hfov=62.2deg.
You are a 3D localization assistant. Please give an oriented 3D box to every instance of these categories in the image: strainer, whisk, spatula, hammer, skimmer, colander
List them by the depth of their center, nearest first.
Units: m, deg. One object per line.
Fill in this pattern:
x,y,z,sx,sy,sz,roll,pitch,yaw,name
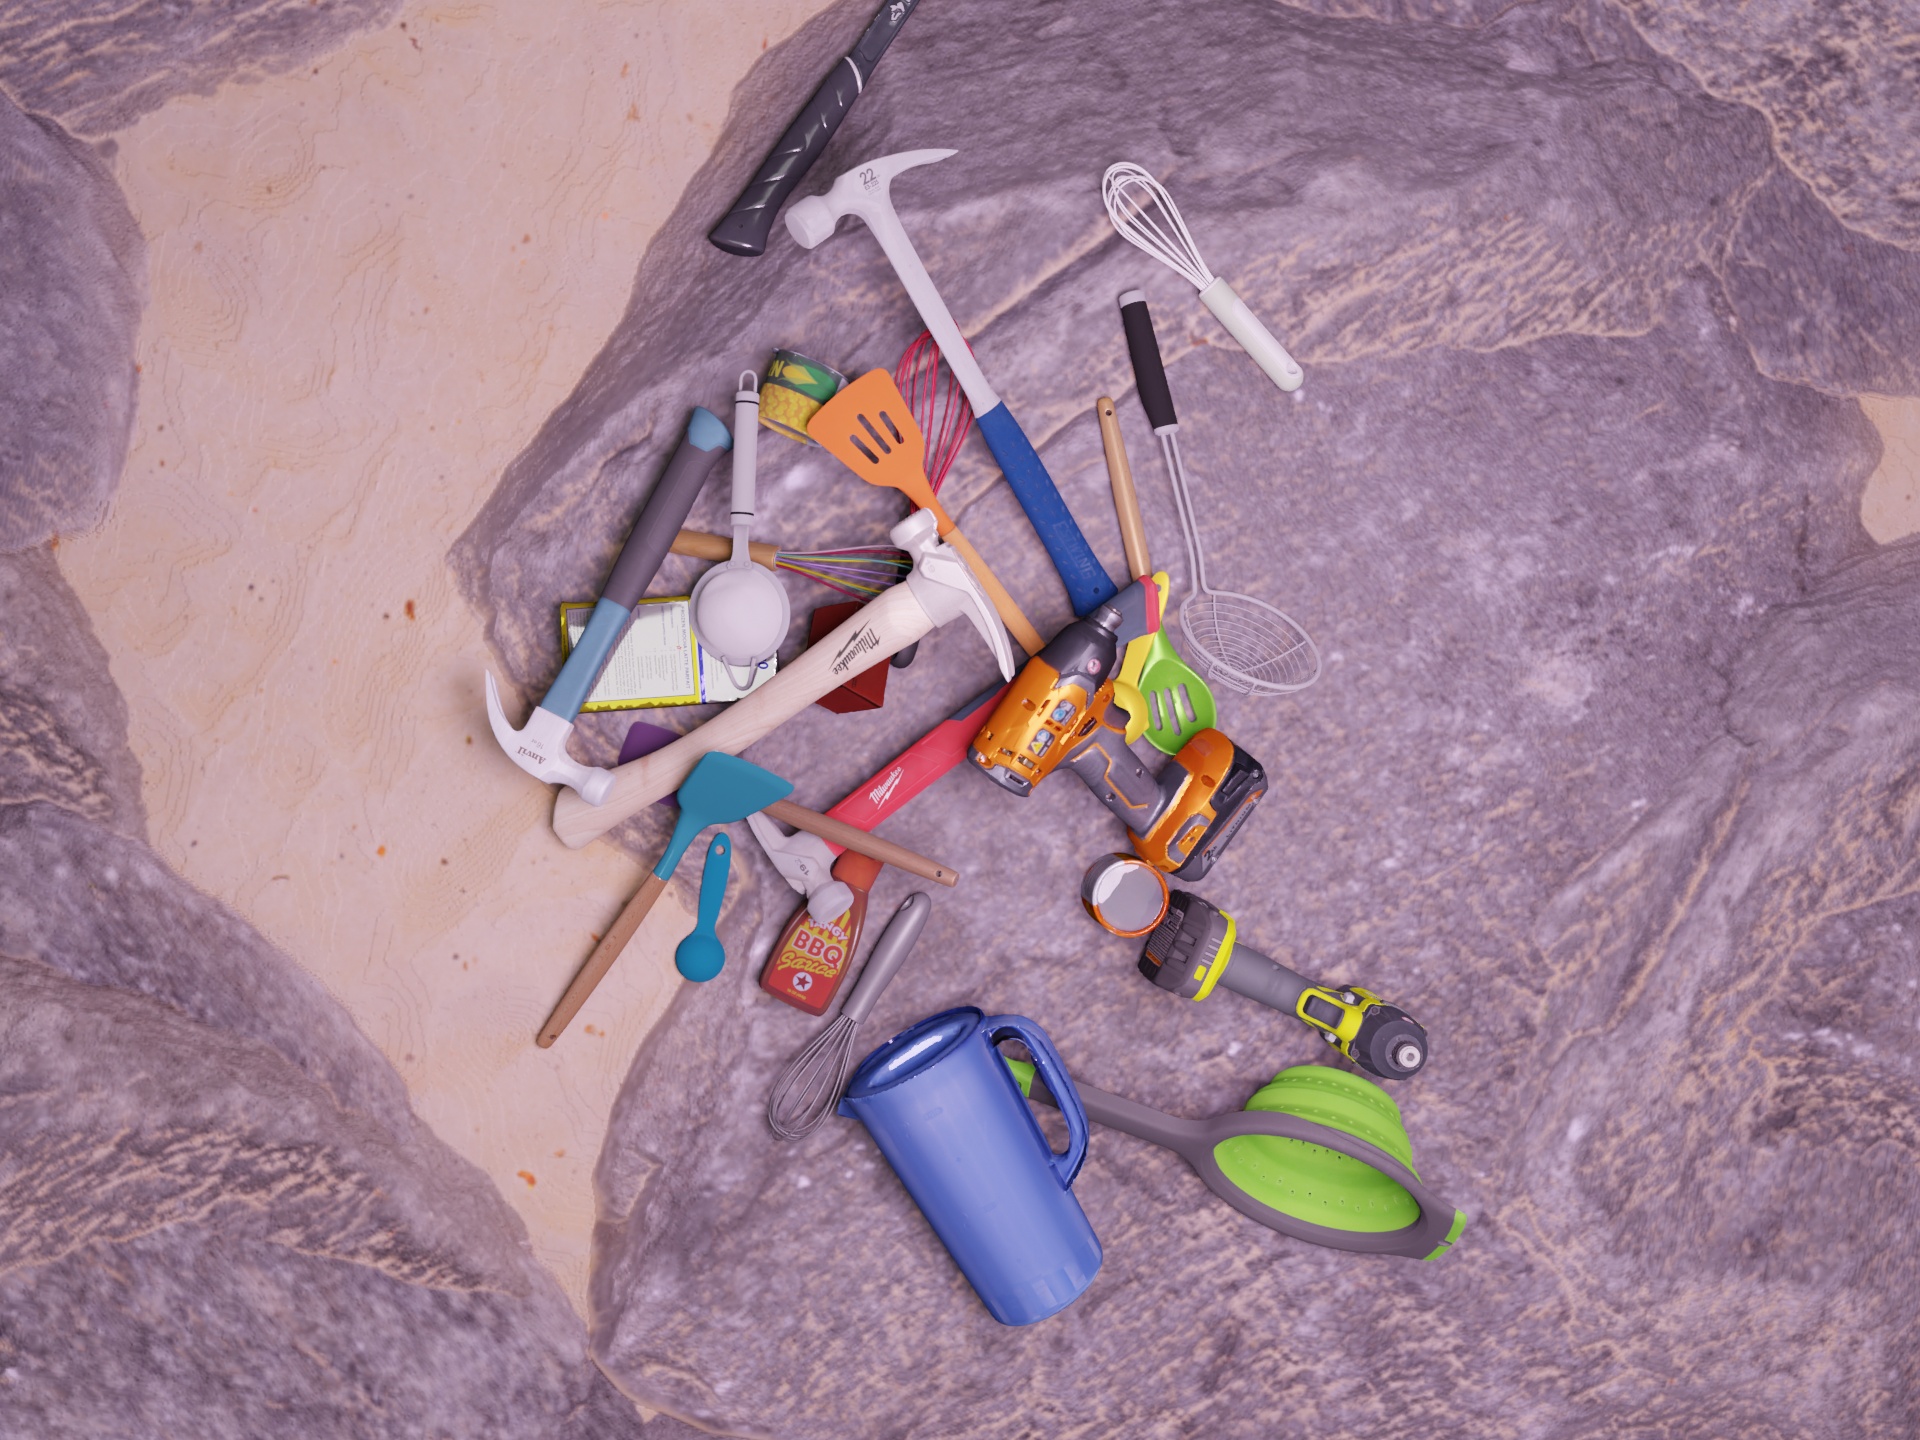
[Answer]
-0.154,0.000,1.264,0.410,0.038,0.146,-31,95,17,hammer
-0.178,-0.154,1.280,0.087,0.050,0.258,2,89,12,strainer
-0.270,-0.104,1.282,0.128,0.033,0.331,26,78,-1,hammer
0.022,-0.264,1.284,0.144,0.035,0.405,-38,112,-16,hammer
-0.144,0.075,1.290,0.316,0.018,0.060,20,89,18,spatula
-0.256,0.151,1.290,0.082,0.044,0.317,27,105,-34,spatula
-0.129,-0.130,1.311,0.245,0.051,0.047,11,67,11,whisk
0.001,-0.140,1.311,0.081,0.041,0.322,-40,113,-4,spatula
-0.002,-0.004,1.312,0.386,0.038,0.143,-37,71,0,hammer
-0.031,-0.190,1.332,0.073,0.073,0.296,8,95,-5,whisk
0.209,-0.194,1.333,0.127,0.090,0.363,-14,89,-38,skimmer
-0.083,-0.561,1.333,0.149,0.036,0.409,35,88,-3,hammer
-0.090,0.249,1.337,0.055,0.055,0.239,31,85,-4,whisk
0.226,0.328,1.338,0.397,0.204,0.095,18,55,11,colander
0.208,-0.376,1.354,0.246,0.059,0.058,46,60,-8,whisk

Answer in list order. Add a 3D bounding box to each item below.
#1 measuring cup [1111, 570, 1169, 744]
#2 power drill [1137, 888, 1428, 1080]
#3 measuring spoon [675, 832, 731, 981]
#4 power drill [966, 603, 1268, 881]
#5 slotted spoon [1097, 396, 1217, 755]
0.142,-0.051,1.337,0.062,0.029,0.156,23,103,23,measuring cup
0.268,0.223,1.305,0.223,0.171,0.080,25,89,-1,power drill
-0.211,0.158,1.336,0.042,0.021,0.128,10,91,-5,measuring spoon
0.136,0.017,1.273,0.226,0.084,0.164,31,98,-26,power drill
0.158,-0.123,1.362,0.070,0.031,0.314,-13,90,-5,slotted spoon
